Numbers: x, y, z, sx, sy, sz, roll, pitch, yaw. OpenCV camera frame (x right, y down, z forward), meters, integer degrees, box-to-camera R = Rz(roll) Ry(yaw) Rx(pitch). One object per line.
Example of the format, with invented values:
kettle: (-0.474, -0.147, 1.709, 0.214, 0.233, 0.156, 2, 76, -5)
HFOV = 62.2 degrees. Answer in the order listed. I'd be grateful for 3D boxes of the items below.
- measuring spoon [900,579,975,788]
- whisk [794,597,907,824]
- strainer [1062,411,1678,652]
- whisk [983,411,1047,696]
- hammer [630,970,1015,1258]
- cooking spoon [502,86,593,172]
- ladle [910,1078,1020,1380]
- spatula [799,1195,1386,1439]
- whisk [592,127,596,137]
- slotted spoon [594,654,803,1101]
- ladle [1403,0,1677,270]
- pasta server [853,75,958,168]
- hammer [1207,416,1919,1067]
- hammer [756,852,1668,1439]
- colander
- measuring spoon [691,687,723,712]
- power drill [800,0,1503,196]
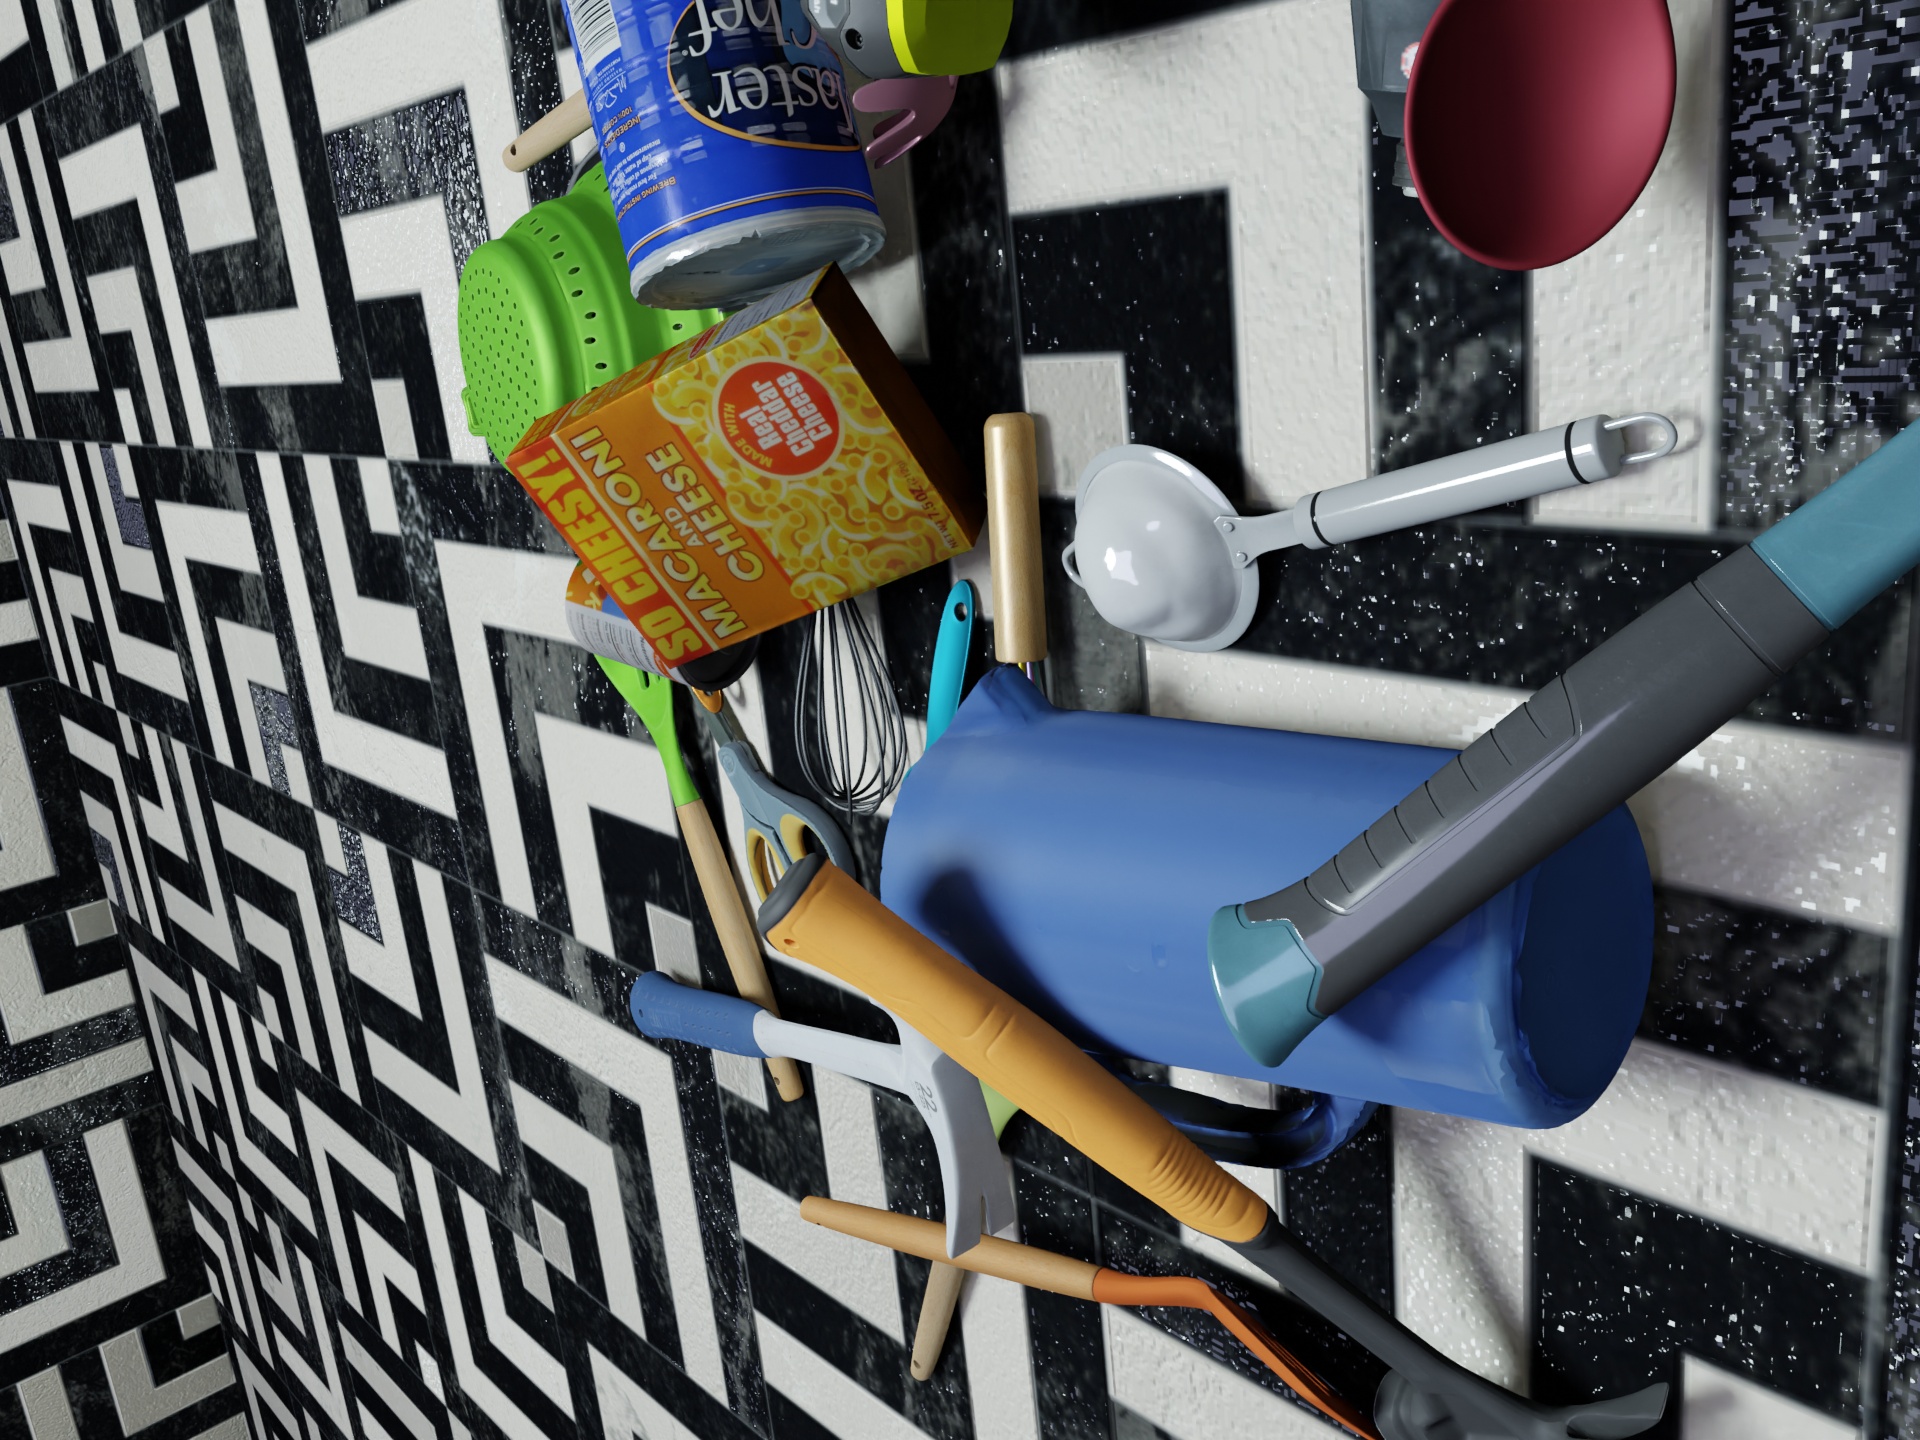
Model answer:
measuring spoon: (-0.001, -0.002, 0.725, 0.042, 0.021, 0.128, 26, 114, 42)
whisk: (-0.063, -0.069, 0.744, 0.055, 0.055, 0.239, 2, 102, 50)
strainer: (0.114, -0.067, 0.540, 0.258, 0.050, 0.086, -10, 112, 48)
whisk: (0.026, -0.005, 0.670, 0.051, 0.047, 0.245, 5, 105, 37)
hammer: (-0.095, 0.170, 0.830, 0.405, 0.035, 0.144, -9, 101, 61)
cooking spoon: (-0.117, -0.307, 0.707, 0.319, 0.017, 0.069, -10, 96, 43)
ladle: (-0.005, 0.244, 0.795, 0.078, 0.062, 0.320, 36, 133, 30)
spatula: (0.041, 0.258, 0.718, 0.323, 0.041, 0.080, -1, 147, 40)
whisk: (-0.189, -0.404, 0.752, 0.073, 0.073, 0.295, 12, 120, 47)
slotted spoon: (-0.149, 0.072, 0.919, 0.070, 0.031, 0.314, -17, 94, 53)
ladle: (0.164, -0.263, 0.355, 0.031, 0.069, 0.315, -92, 10, -63)
pasta server: (-0.034, -0.368, 0.581, 0.040, 0.060, 0.316, -6, 97, 6)
hammer: (0.185, -0.024, 0.379, 0.331, 0.033, 0.128, -43, 67, 24)
hammer: (0.075, 0.153, 0.541, 0.337, 0.034, 0.127, 37, 150, -6)
colander: (-0.222, -0.177, 0.822, 0.397, 0.094, 0.204, 4, 107, 55)
measuring spoon: (-0.153, -0.056, 0.875, 0.021, 0.011, 0.117, -35, 73, 31)
power drill: (0.064, -0.248, 0.462, 0.223, 0.080, 0.171, 14, 118, 27)
